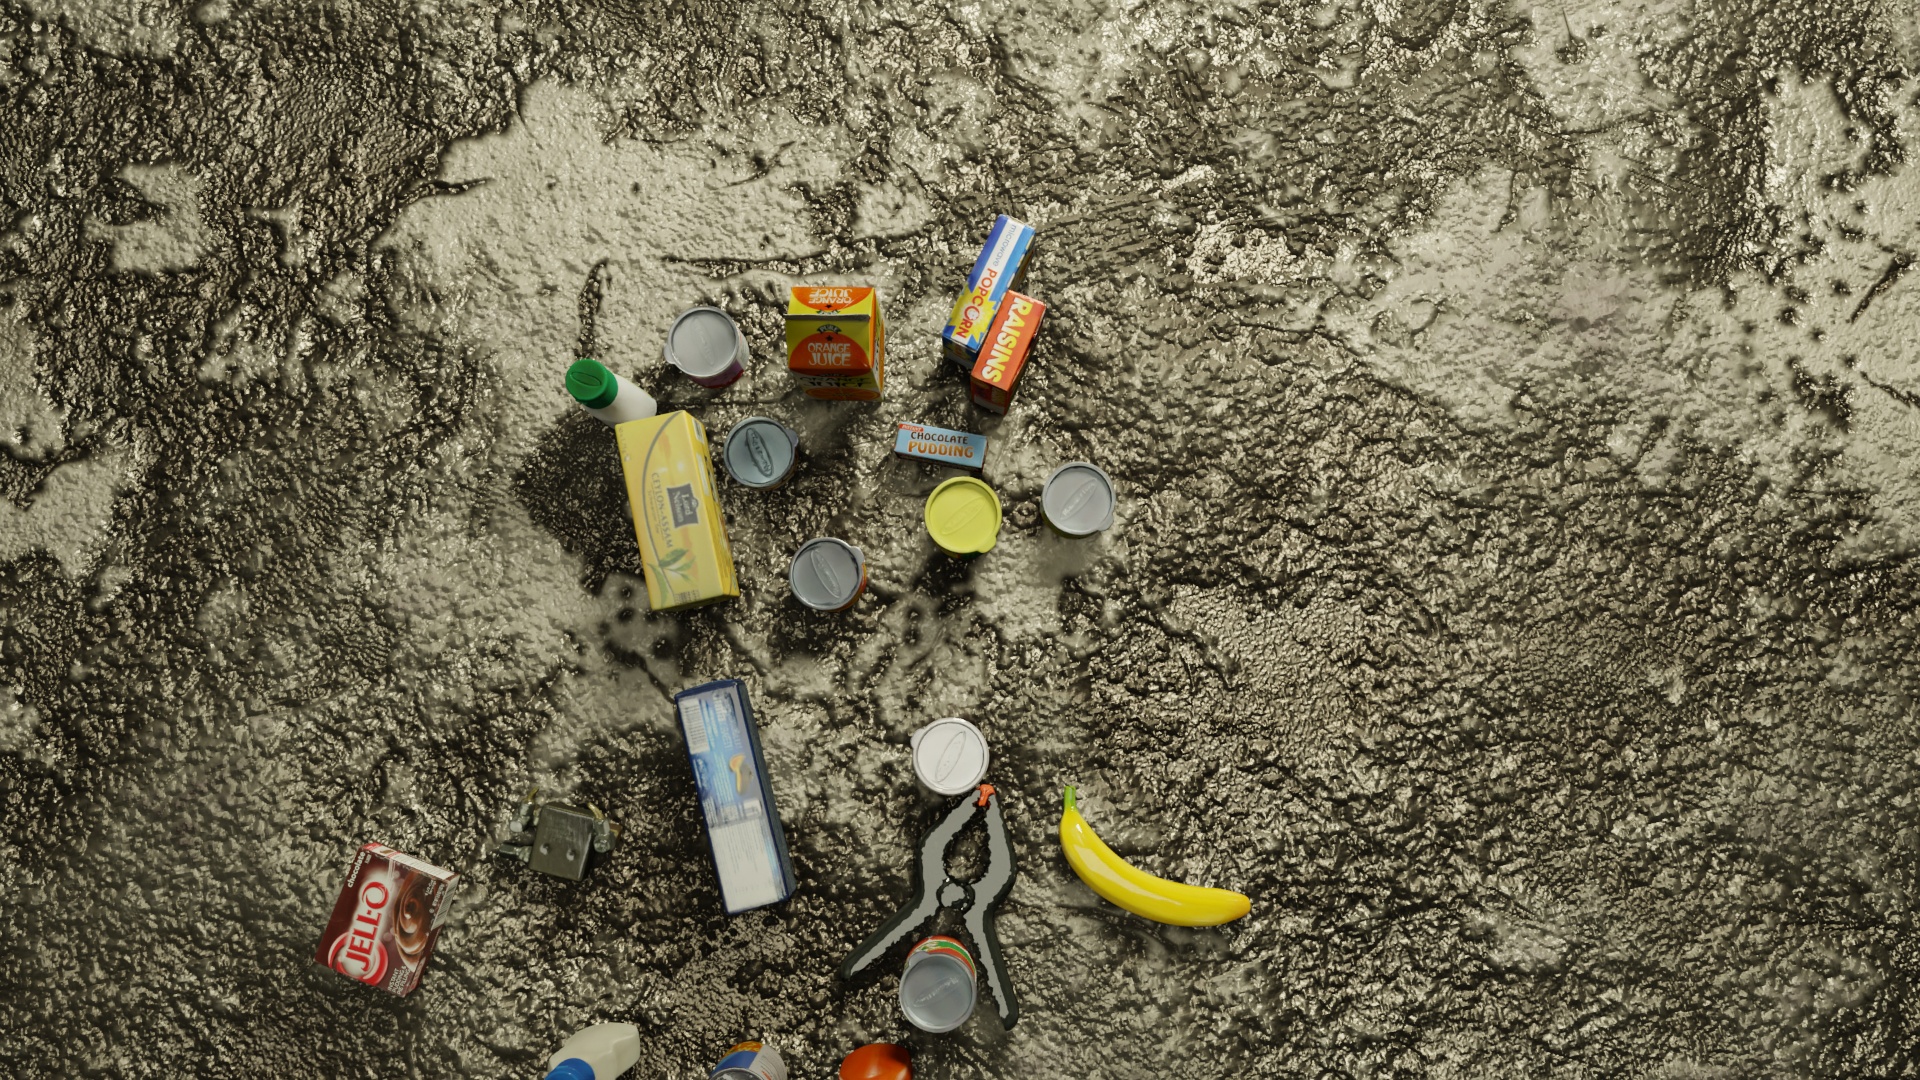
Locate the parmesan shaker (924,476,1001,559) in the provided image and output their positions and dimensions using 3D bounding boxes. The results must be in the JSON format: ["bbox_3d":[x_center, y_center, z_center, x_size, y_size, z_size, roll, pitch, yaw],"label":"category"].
[{"bbox_3d":[0.004,-0.016,1.246,0.071,0.103,0.071,0,85,1],"label":"parmesan shaker"}]

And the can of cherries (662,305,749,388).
[{"bbox_3d":[-0.235,-0.178,1.286,0.071,0.058,0.071,0,85,1],"label":"can of cherries"}]

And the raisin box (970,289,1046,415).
[{"bbox_3d":[0.042,-0.167,1.250,0.040,0.123,0.086,24,86,3],"label":"raisin box"}]

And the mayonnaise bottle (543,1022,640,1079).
[{"bbox_3d":[-0.319,0.448,1.180,0.065,0.148,0.041,-6,85,0],"label":"mayonnaise bottle"}]

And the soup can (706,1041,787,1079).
[{"bbox_3d":[-0.191,0.481,1.208,0.071,0.083,0.071,0,85,1],"label":"soup can"}]

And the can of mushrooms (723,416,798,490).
[{"bbox_3d":[-0.182,-0.081,1.288,0.071,0.033,0.071,0,85,1],"label":"can of mushrooms"}]

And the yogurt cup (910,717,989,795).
[{"bbox_3d":[-0.009,0.193,1.250,0.072,0.054,0.072,0,85,1],"label":"yogurt cup"}]

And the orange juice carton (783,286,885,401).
[{"bbox_3d":[-0.108,-0.174,1.217,0.072,0.192,0.073,1,85,1],"label":"orange juice carton"}]

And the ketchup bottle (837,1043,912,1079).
[{"bbox_3d":[-0.075,0.467,1.176,0.065,0.148,0.043,-8,85,0],"label":"ketchup bottle"}]

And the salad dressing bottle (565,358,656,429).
[{"bbox_3d":[-0.313,-0.128,1.237,0.064,0.147,0.044,19,86,2],"label":"salad dressing bottle"}]

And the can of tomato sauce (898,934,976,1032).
[{"bbox_3d":[-0.020,0.385,1.216,0.071,0.083,0.071,0,85,1],"label":"can of tomato sauce"}]

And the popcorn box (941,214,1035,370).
[{"bbox_3d":[0.026,-0.226,1.275,0.038,0.085,0.127,25,85,3],"label":"popcorn box"}]

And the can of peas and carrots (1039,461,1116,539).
[{"bbox_3d":[0.108,-0.034,1.269,0.071,0.058,0.071,0,85,1],"label":"can of peas and carrots"}]

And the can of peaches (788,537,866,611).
[{"bbox_3d":[-0.118,0.031,1.265,0.071,0.058,0.071,0,85,1],"label":"can of peaches"}]

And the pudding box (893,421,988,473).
[{"bbox_3d":[-0.017,-0.086,1.279,0.084,0.049,0.030,11,85,2],"label":"pudding box"}]
